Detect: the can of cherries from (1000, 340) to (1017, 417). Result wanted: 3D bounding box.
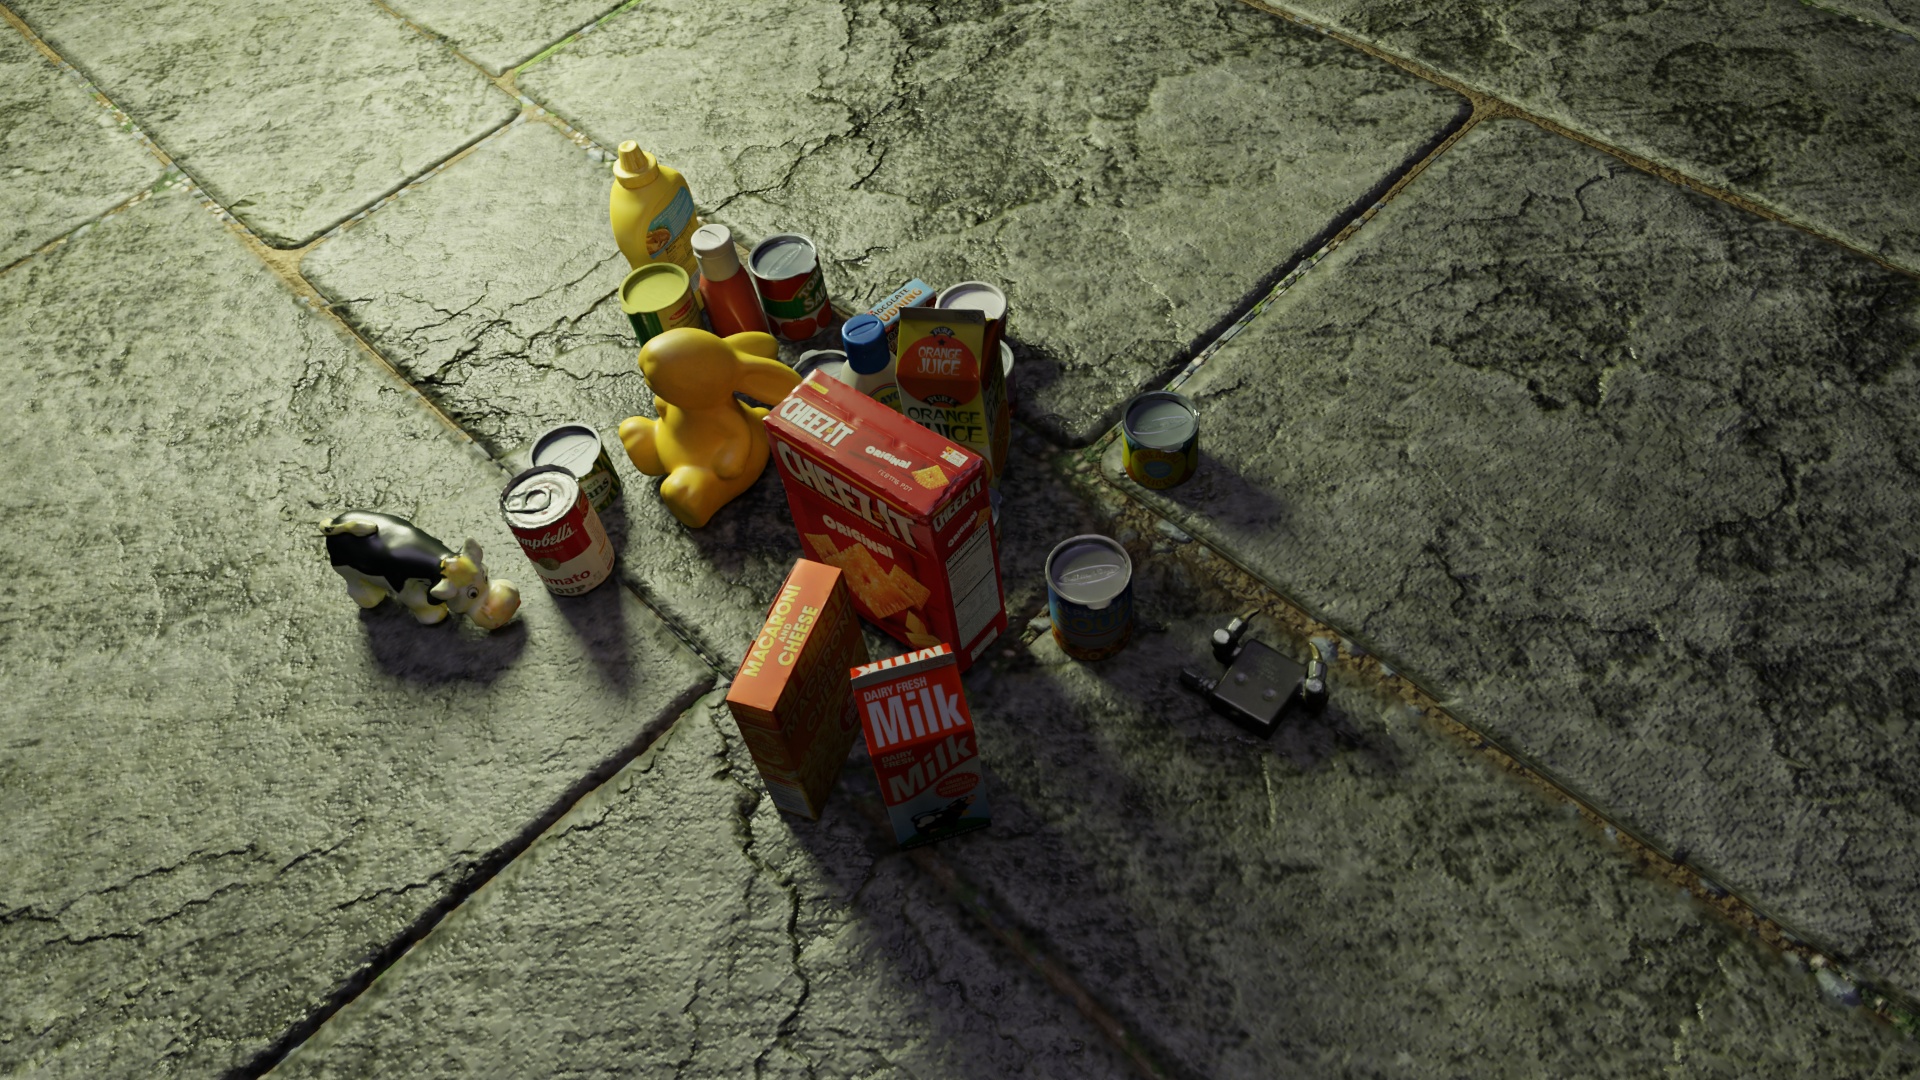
[{"bbox_3d":[0.018,-0.144,1.261,0.071,0.058,0.072,-4,53,5],"label":"can of cherries"}]

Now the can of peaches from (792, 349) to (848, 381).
[{"bbox_3d":[-0.119,-0.132,1.271,0.071,0.057,0.071,-4,53,5],"label":"can of peaches"}]

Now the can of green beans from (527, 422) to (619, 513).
[{"bbox_3d":[-0.346,-0.062,1.247,0.071,0.057,0.071,-4,53,5],"label":"can of green beans"}]

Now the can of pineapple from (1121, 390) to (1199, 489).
[{"bbox_3d":[0.172,-0.085,1.195,0.071,0.057,0.071,-4,53,5],"label":"can of pineapple"}]

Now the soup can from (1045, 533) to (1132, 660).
[{"bbox_3d":[0.102,0.048,1.087,0.071,0.083,0.072,-4,53,5],"label":"soup can"}]

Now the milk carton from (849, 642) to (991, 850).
[{"bbox_3d":[-0.028,0.137,0.969,0.072,0.189,0.074,-15,53,-4],"label":"milk carton"}]

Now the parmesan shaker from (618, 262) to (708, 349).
[{"bbox_3d":[-0.278,-0.201,1.316,0.071,0.102,0.071,-4,53,5],"label":"parmesan shaker"}]

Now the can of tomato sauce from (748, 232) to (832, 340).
[{"bbox_3d":[-0.162,-0.245,1.346,0.071,0.082,0.071,-4,53,5],"label":"can of tomato sauce"}]

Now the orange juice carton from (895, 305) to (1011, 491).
[{"bbox_3d":[-0.005,-0.125,1.165,0.072,0.191,0.073,6,54,12],"label":"orange juice carton"}]

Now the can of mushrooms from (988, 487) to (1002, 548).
[{"bbox_3d":[0.004,-0.015,1.179,0.071,0.033,0.071,-4,52,5],"label":"can of mushrooms"}]

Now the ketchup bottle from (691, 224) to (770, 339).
[{"bbox_3d":[-0.216,-0.227,1.299,0.065,0.148,0.044,33,64,28],"label":"ketchup bottle"}]

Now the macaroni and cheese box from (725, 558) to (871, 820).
[{"bbox_3d":[-0.112,0.111,1.015,0.040,0.165,0.124,13,56,17],"label":"macaroni and cheese box"}]

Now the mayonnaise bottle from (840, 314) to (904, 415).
[{"bbox_3d":[-0.073,-0.131,1.207,0.065,0.147,0.041,-25,54,-11],"label":"mayonnaise bottle"}]

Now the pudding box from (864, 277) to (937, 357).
[{"bbox_3d":[-0.060,-0.207,1.325,0.084,0.049,0.030,-38,57,-20],"label":"pudding box"}]

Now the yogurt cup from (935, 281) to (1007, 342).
[{"bbox_3d":[0.013,-0.203,1.309,0.072,0.053,0.073,-4,53,5],"label":"yogurt cup"}]
